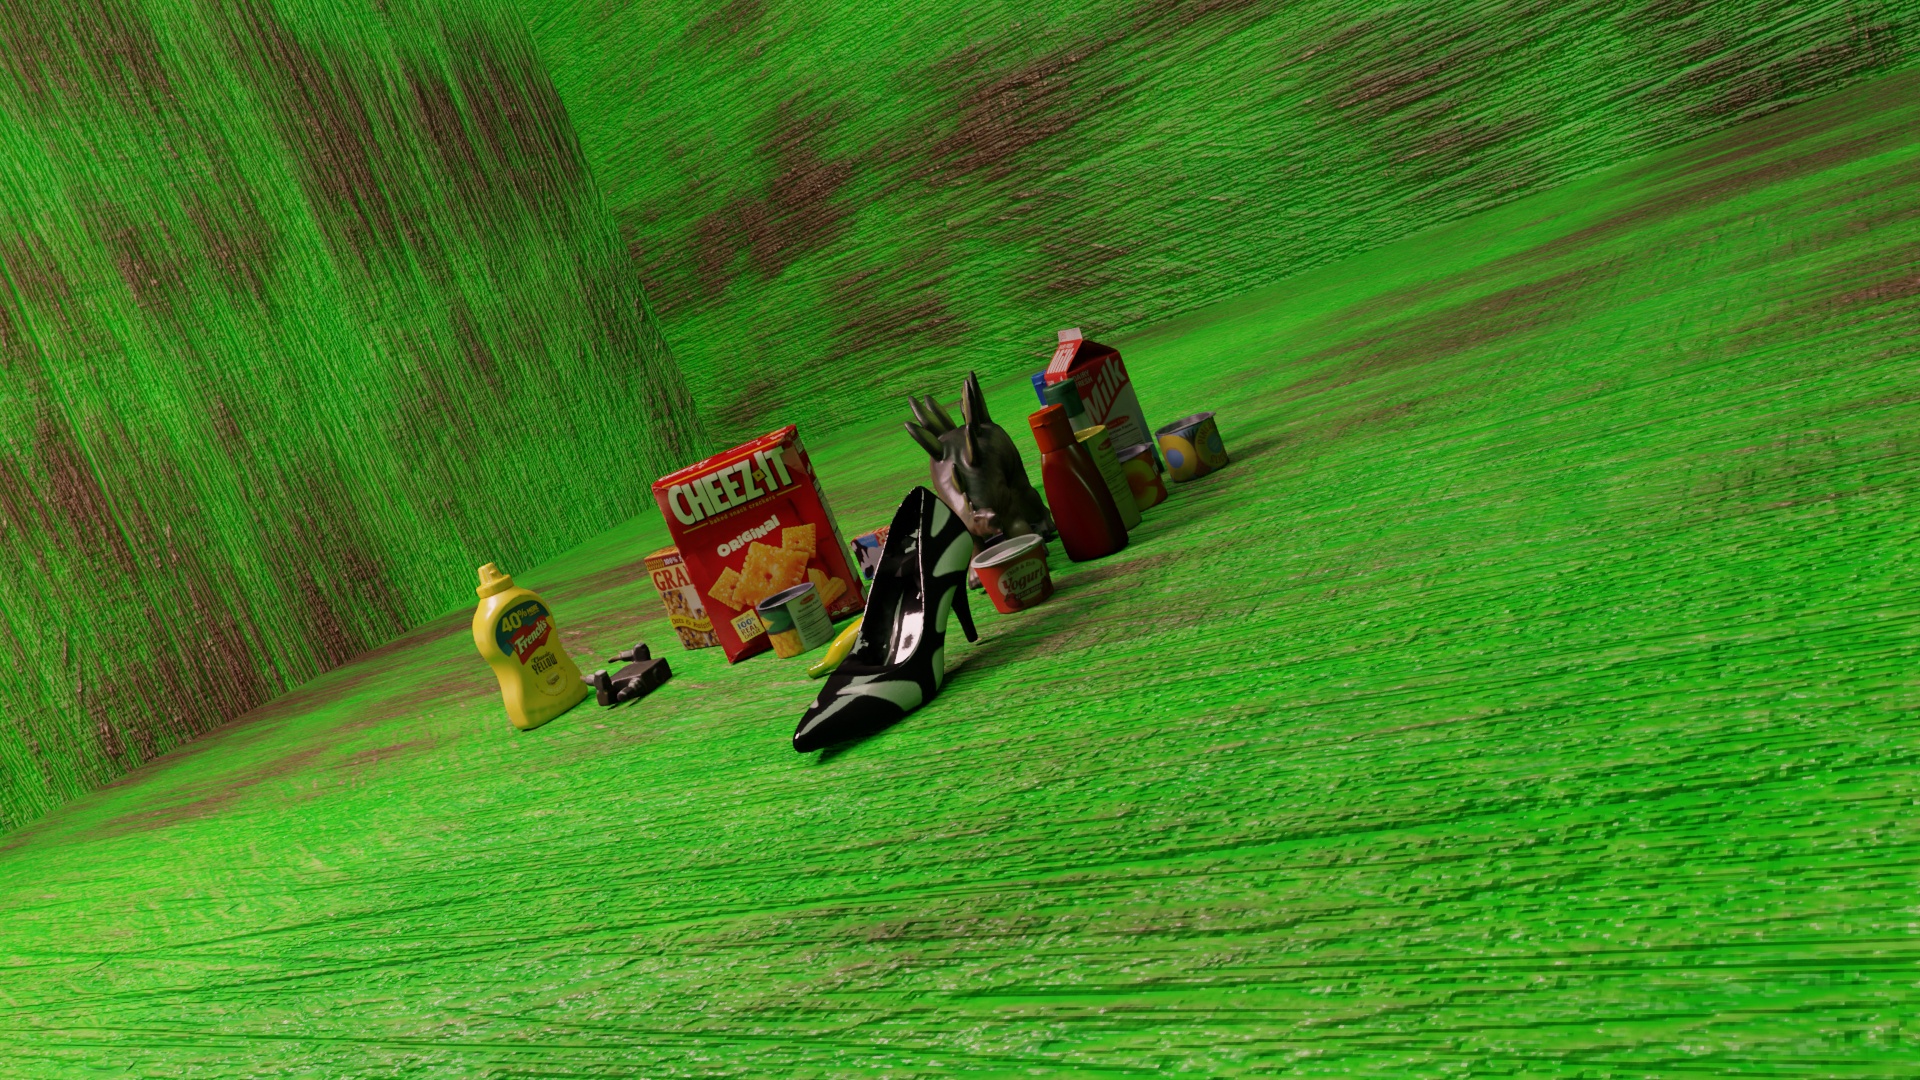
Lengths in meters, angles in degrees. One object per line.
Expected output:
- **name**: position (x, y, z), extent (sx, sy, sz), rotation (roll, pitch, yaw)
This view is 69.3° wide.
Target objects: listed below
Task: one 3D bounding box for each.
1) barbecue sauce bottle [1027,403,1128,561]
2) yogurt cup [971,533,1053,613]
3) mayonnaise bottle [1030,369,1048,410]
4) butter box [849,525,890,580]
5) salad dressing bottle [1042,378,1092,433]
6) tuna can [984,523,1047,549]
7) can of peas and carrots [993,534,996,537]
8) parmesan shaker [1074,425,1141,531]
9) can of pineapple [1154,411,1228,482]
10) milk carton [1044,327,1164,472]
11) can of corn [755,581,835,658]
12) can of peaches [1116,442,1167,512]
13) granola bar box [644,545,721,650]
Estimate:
- **barbecue sauce bottle**: position (0.107, -0.055, 1.322), extent (0.064, 0.148, 0.044), rotation (-13, 13, 43)
- **yogurt cup**: position (0.050, 0.031, 1.262), extent (0.072, 0.054, 0.072), rotation (-22, 10, 4)
- **mayonnaise bottle**: position (0.129, -0.137, 1.691), extent (0.064, 0.148, 0.041), rotation (-13, 14, 43)
- **butter box**: position (-0.074, 0.007, 1.645), extent (0.103, 0.053, 0.024), rotation (-18, 11, 21)
- **salad dressing bottle**: position (0.131, -0.101, 1.507), extent (0.064, 0.147, 0.044), rotation (-29, 12, -34)
- **tuna can**: position (0.053, 0.011, 1.417), extent (0.071, 0.032, 0.071), rotation (-21, 10, 4)
- **can of peas and carrots**: position (0.006, -0.020, 1.601), extent (0.071, 0.058, 0.071), rotation (-22, 10, 4)
- **parmesan shaker**: position (0.132, -0.055, 1.394), extent (0.071, 0.103, 0.071), rotation (-22, 10, 4)
- **can of pineapple**: position (0.252, -0.101, 1.506), extent (0.071, 0.057, 0.071), rotation (-22, 10, 4)
- **milk carton**: position (0.158, -0.154, 1.598), extent (0.073, 0.190, 0.072), rotation (-25, 10, -14)
- **can of corn**: position (-0.173, 0.083, 1.447), extent (0.071, 0.058, 0.071), rotation (-22, 10, 4)
- **can of peaches**: position (0.180, -0.063, 1.462), extent (0.071, 0.058, 0.071), rotation (-22, 10, 4)
- **granola bar box**: position (-0.290, 0.060, 1.625), extent (0.165, 0.124, 0.039), rotation (-12, 14, 45)
